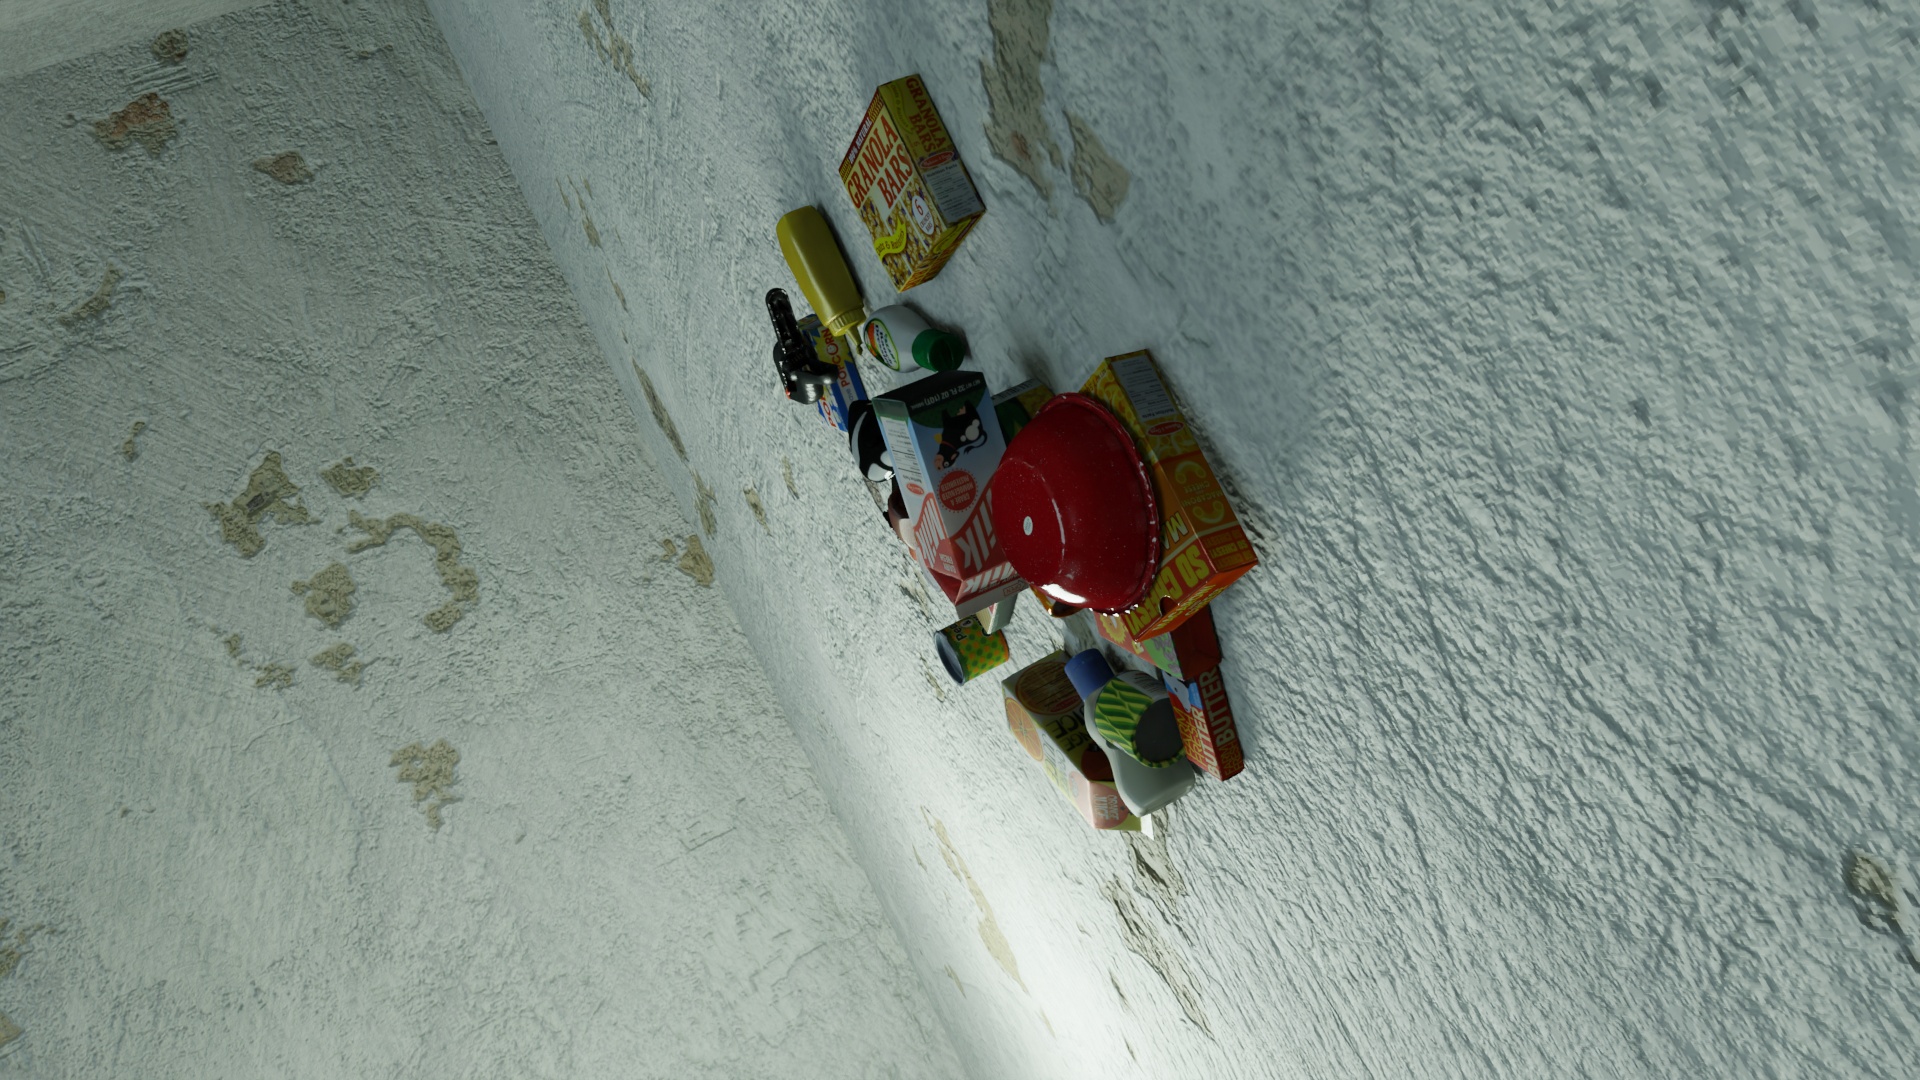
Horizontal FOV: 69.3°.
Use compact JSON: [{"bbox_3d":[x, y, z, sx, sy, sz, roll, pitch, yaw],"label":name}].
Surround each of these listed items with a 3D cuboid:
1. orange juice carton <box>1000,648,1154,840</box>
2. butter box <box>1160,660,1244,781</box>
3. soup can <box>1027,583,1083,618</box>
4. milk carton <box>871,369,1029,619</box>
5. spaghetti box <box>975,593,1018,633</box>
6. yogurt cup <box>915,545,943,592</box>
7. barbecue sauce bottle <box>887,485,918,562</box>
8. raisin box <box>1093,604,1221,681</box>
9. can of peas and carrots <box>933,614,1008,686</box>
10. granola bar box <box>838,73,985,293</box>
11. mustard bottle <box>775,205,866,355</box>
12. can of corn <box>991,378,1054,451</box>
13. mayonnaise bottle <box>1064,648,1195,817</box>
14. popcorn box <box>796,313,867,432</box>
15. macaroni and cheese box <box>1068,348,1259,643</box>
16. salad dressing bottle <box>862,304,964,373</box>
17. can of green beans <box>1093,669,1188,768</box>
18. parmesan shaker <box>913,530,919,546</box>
[{"bbox_3d":[0.120,0.194,1.288,0.193,0.073,0.071,46,154,43],"label":"orange juice carton"},{"bbox_3d":[0.189,0.134,1.091,0.053,0.024,0.103,27,139,63],"label":"butter box"},{"bbox_3d":[0.080,0.014,1.170,0.084,0.071,0.071,54,160,27],"label":"soup can"},{"bbox_3d":[0.001,-0.035,1.108,0.073,0.072,0.190,17,127,64],"label":"milk carton"},{"bbox_3d":[0.038,0.017,1.347,0.050,0.029,0.248,57,161,22],"label":"spaghetti box"},{"bbox_3d":[-0.011,0.018,1.448,0.072,0.054,0.072,53,160,29],"label":"yogurt cup"},{"bbox_3d":[-0.041,-0.018,1.477,0.044,0.065,0.148,57,169,20],"label":"barbecue sauce bottle"},{"bbox_3d":[0.144,0.047,1.075,0.123,0.040,0.085,26,139,61],"label":"raisin box"},{"bbox_3d":[0.011,0.114,1.510,0.071,0.059,0.070,53,158,32],"label":"can of peas and carrots"},{"bbox_3d":[-0.045,-0.289,1.146,0.124,0.039,0.165,64,162,1],"label":"granola bar box"},{"bbox_3d":[-0.135,-0.261,1.424,0.160,0.049,0.065,63,163,1],"label":"mustard bottle"},{"bbox_3d":[0.047,-0.089,1.129,0.071,0.058,0.070,53,159,31],"label":"can of corn"},{"bbox_3d":[0.142,0.163,1.208,0.148,0.065,0.041,59,166,27],"label":"mayonnaise bottle"},{"bbox_3d":[-0.148,-0.190,1.575,0.085,0.038,0.126,26,138,63],"label":"popcorn box"},{"bbox_3d":[0.123,-0.028,0.961,0.167,0.040,0.123,65,151,17],"label":"macaroni and cheese box"},{"bbox_3d":[-0.043,-0.182,1.281,0.148,0.044,0.064,29,140,60],"label":"salad dressing bottle"},{"bbox_3d":[0.153,0.147,1.142,0.058,0.071,0.071,28,140,60],"label":"can of green beans"},{"bbox_3d":[0.004,-0.016,1.240,0.071,0.071,0.103,64,162,0],"label":"parmesan shaker"}]
